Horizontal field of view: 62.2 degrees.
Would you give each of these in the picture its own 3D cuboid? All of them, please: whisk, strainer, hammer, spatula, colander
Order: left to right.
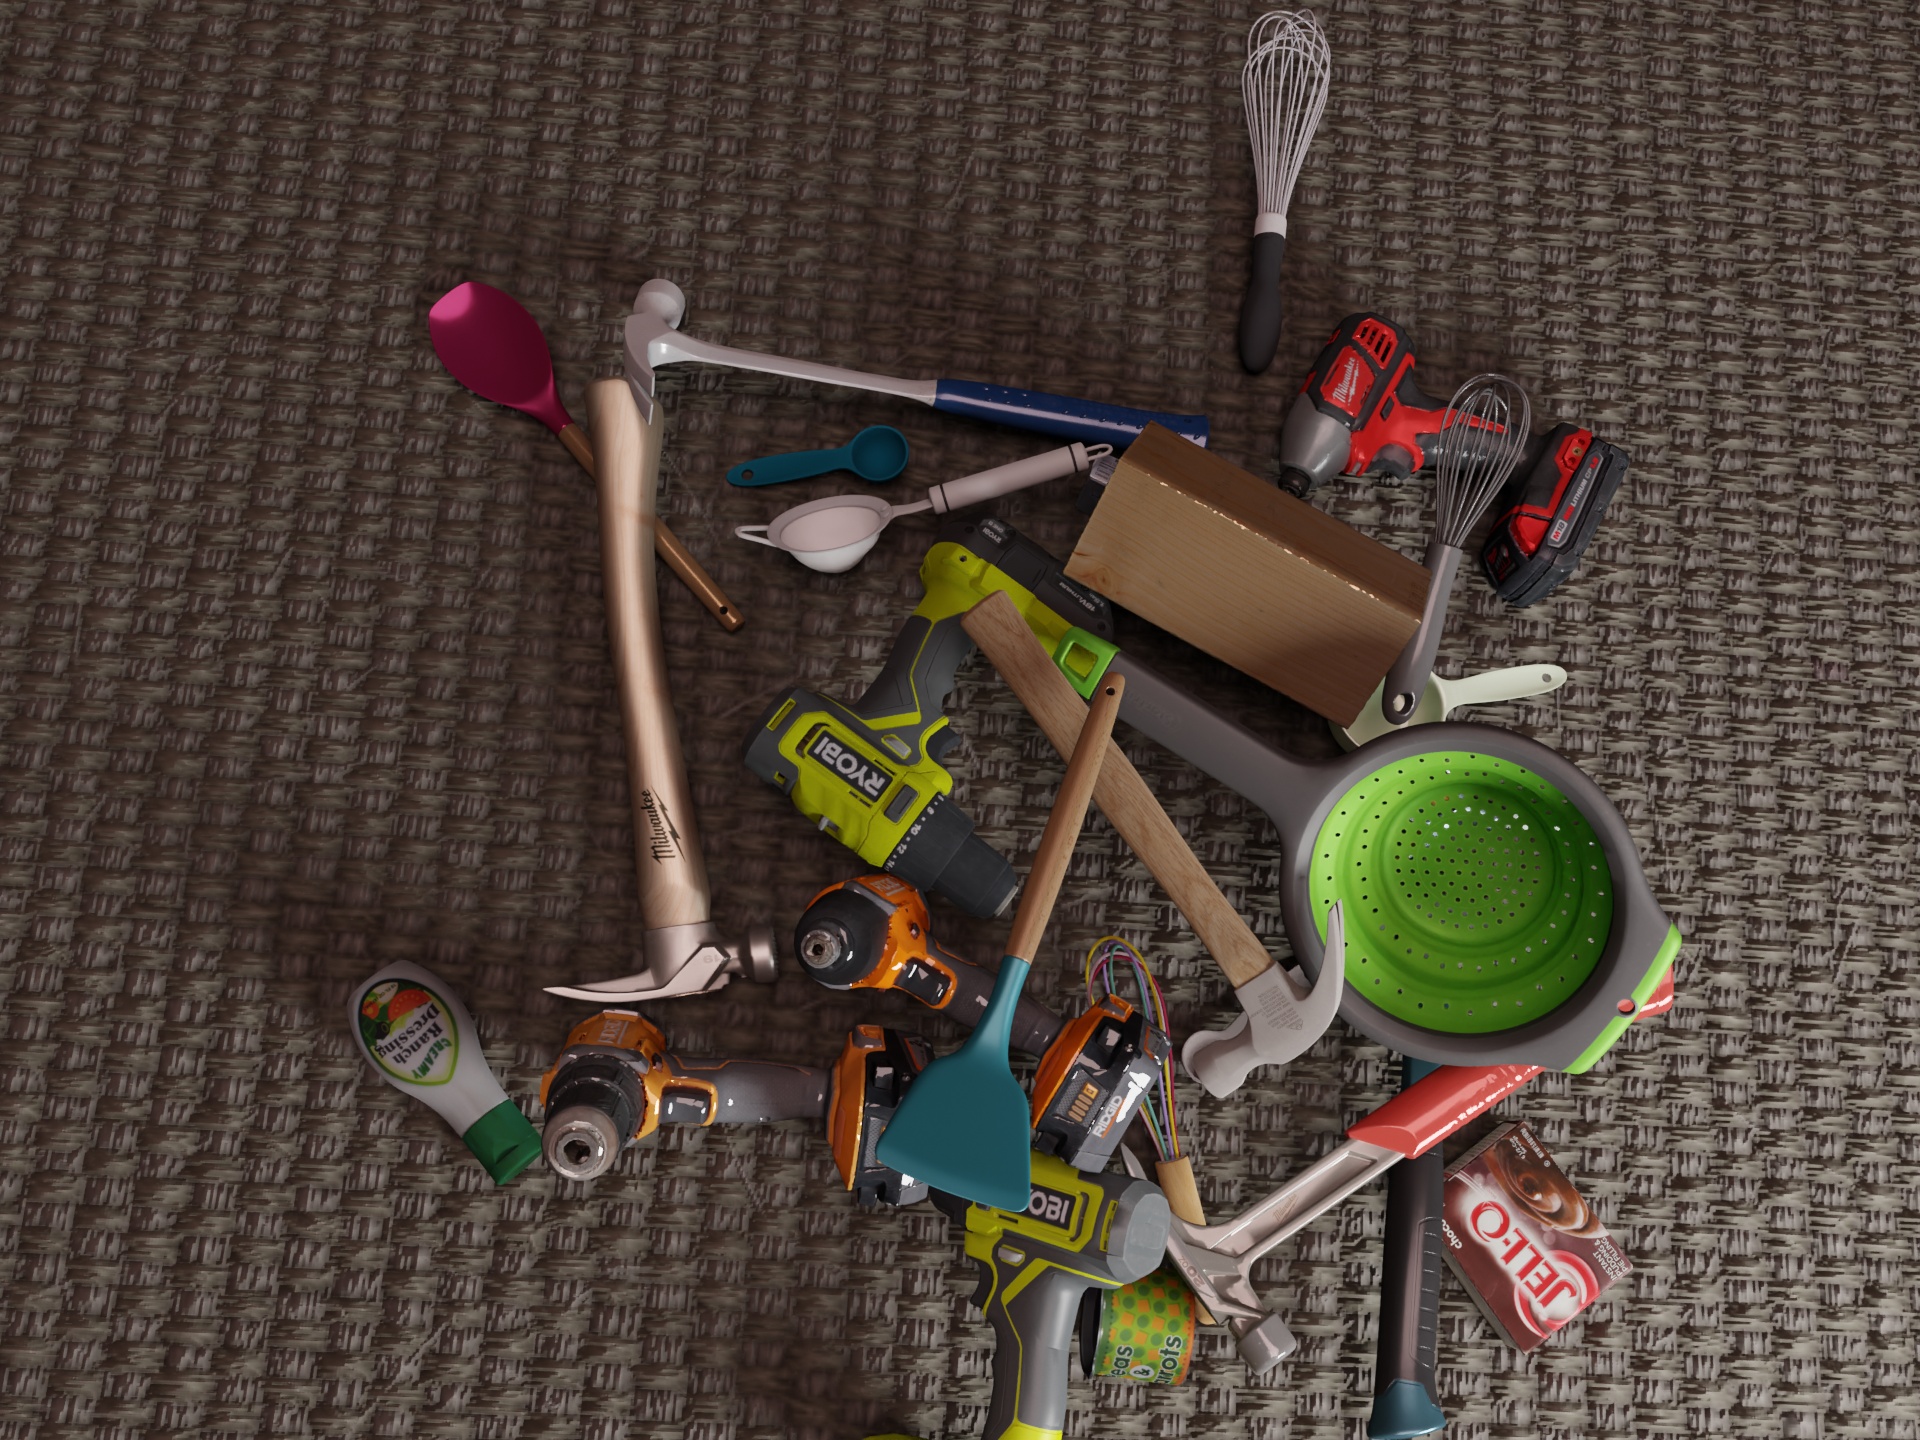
[{"bbox_3d":[-0.216,-0.024,1.036,0.146,0.038,0.411,-8,81,-5],"label":"hammer"},{"bbox_3d":[-0.029,-0.222,1.088,0.405,0.035,0.144,9,40,-7],"label":"hammer"},{"bbox_3d":[-0.021,-0.144,1.071,0.258,0.087,0.050,-17,122,3],"label":"strainer"},{"bbox_3d":[0.042,0.106,0.873,0.082,0.044,0.318,19,67,3],"label":"spatula"},{"bbox_3d":[0.110,0.059,0.961,0.130,0.031,0.331,-38,83,21],"label":"hammer"},{"bbox_3d":[0.125,0.256,1.008,0.047,0.051,0.245,-17,82,13],"label":"whisk"},{"bbox_3d":[0.229,-0.390,1.164,0.070,0.070,0.285,8,80,-2],"label":"whisk"},{"bbox_3d":[0.236,0.053,0.980,0.397,0.094,0.204,33,109,14],"label":"colander"},{"bbox_3d":[0.278,0.229,0.965,0.359,0.036,0.149,-31,67,-9],"label":"hammer"},{"bbox_3d":[0.284,0.269,0.983,0.128,0.033,0.331,7,66,9],"label":"hammer"},{"bbox_3d":[0.320,-0.111,1.043,0.055,0.055,0.239,16,94,0],"label":"whisk"}]

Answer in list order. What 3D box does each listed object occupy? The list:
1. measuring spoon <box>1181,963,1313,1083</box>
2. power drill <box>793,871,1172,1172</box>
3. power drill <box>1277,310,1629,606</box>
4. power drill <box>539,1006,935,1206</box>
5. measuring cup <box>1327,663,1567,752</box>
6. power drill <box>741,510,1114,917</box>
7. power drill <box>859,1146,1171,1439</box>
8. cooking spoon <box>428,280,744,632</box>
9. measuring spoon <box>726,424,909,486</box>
[{"bbox_3d":[0.193,0.194,1.040,0.124,0.018,0.034,-34,81,-18],"label":"measuring spoon"},{"bbox_3d":[0.006,0.168,0.938,0.226,0.164,0.084,31,95,11],"label":"power drill"},{"bbox_3d":[0.332,-0.178,1.109,0.220,0.078,0.143,30,76,6],"label":"power drill"},{"bbox_3d":[-0.128,0.224,0.919,0.226,0.185,0.084,7,94,-5],"label":"power drill"},{"bbox_3d":[0.330,-0.014,1.087,0.167,0.038,0.083,-10,77,-9],"label":"measuring cup"},{"bbox_3d":[-0.002,-0.003,1.020,0.190,0.080,0.228,36,68,3],"label":"power drill"},{"bbox_3d":[0.018,0.362,0.927,0.171,0.080,0.223,4,73,39],"label":"power drill"},{"bbox_3d":[-0.255,-0.180,1.092,0.069,0.017,0.319,-41,82,-7],"label":"cooking spoon"},{"bbox_3d":[-0.098,-0.176,1.108,0.128,0.021,0.042,-8,73,3],"label":"measuring spoon"}]
